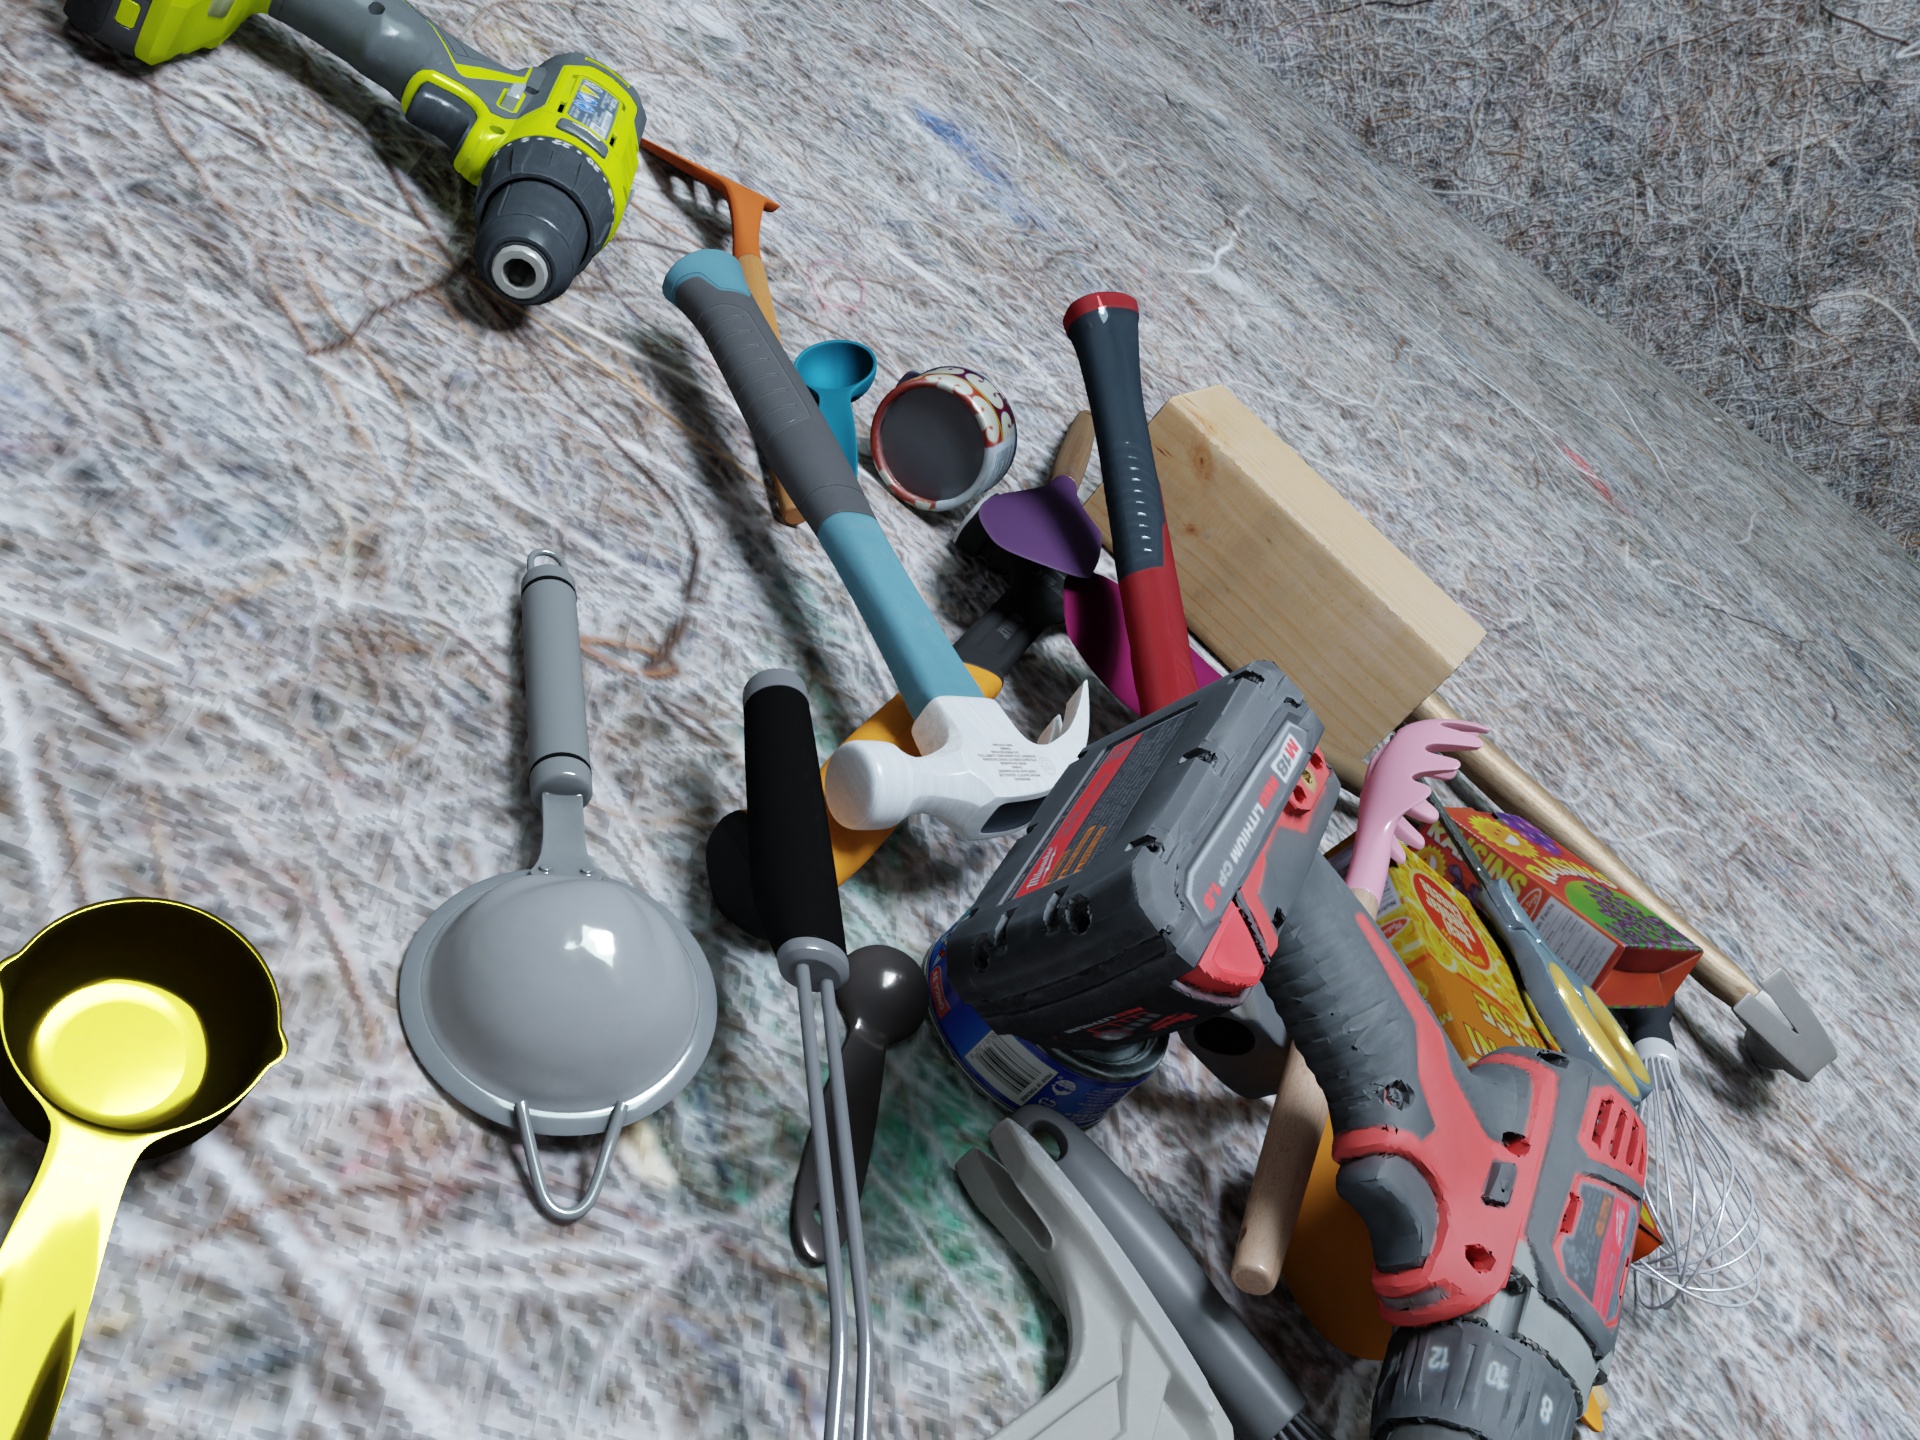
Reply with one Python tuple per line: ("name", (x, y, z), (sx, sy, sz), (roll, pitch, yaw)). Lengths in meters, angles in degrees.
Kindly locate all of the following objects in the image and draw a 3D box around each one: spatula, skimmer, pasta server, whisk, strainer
("spatula", (0.053, -0.128, 0.833), (0.060, 0.018, 0.316), (21, 23, 1))
("skimmer", (-0.006, 0.096, 0.398), (0.127, 0.090, 0.364), (49, 18, -40))
("pasta server", (0.149, 0.087, 0.585), (0.040, 0.060, 0.316), (25, 37, 9))
("whisk", (0.334, 0.182, 0.758), (0.070, 0.070, 0.285), (41, 27, 2))
("whisk", (0.091, 0.210, 0.473), (0.239, 0.055, 0.055), (48, 32, 21))
("spatula", (-0.108, -0.208, 0.803), (0.081, 0.041, 0.323), (16, 43, -33))
("strainer", (-0.122, 0.024, 0.483), (0.086, 0.050, 0.259), (6, 40, -22))

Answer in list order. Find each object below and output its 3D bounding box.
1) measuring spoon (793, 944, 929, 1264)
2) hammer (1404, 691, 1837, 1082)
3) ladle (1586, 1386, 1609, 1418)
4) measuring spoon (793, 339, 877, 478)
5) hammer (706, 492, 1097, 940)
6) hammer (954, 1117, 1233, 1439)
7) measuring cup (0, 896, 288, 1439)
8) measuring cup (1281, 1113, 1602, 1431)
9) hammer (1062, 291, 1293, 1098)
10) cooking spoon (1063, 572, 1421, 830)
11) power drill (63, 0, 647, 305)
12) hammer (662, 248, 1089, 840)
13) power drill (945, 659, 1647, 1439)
("measuring spoon", (-0.029, 0.112, 0.488), (0.034, 0.018, 0.124), (33, 33, -13))
("hammer", (0.351, 0.074, 0.901), (0.331, 0.031, 0.130), (46, 5, 17))
("ladle", (0.158, 0.135, 0.651), (0.069, 0.031, 0.316), (-8, 57, -47))
("measuring spoon", (-0.060, -0.138, 0.772), (0.042, 0.021, 0.129), (-4, 51, 0))
("hammer", (-0.001, -0.002, 0.647), (0.127, 0.034, 0.337), (40, 31, 2))
("hammer", (-0.056, 0.200, 0.333), (0.359, 0.036, 0.149), (-8, 55, -51))
("measuring cup", (-0.187, 0.109, 0.327), (0.062, 0.029, 0.157), (24, 47, -25))
("measuring cup", (0.167, 0.204, 0.562), (0.173, 0.052, 0.095), (51, 32, -22))
("hammer", (0.087, -0.036, 0.669), (0.143, 0.038, 0.387), (48, 30, -45))
("cooking spoon", (0.161, 0.008, 0.782), (0.318, 0.017, 0.069), (27, 48, -36))
("power drill", (-0.249, -0.278, 0.690), (0.228, 0.080, 0.191), (29, 33, -23))
("hammer", (-0.051, -0.086, 0.640), (0.128, 0.033, 0.331), (4, 44, -41))
("power drill", (0.101, 0.118, 0.441), (0.226, 0.080, 0.188), (49, 46, -11))
